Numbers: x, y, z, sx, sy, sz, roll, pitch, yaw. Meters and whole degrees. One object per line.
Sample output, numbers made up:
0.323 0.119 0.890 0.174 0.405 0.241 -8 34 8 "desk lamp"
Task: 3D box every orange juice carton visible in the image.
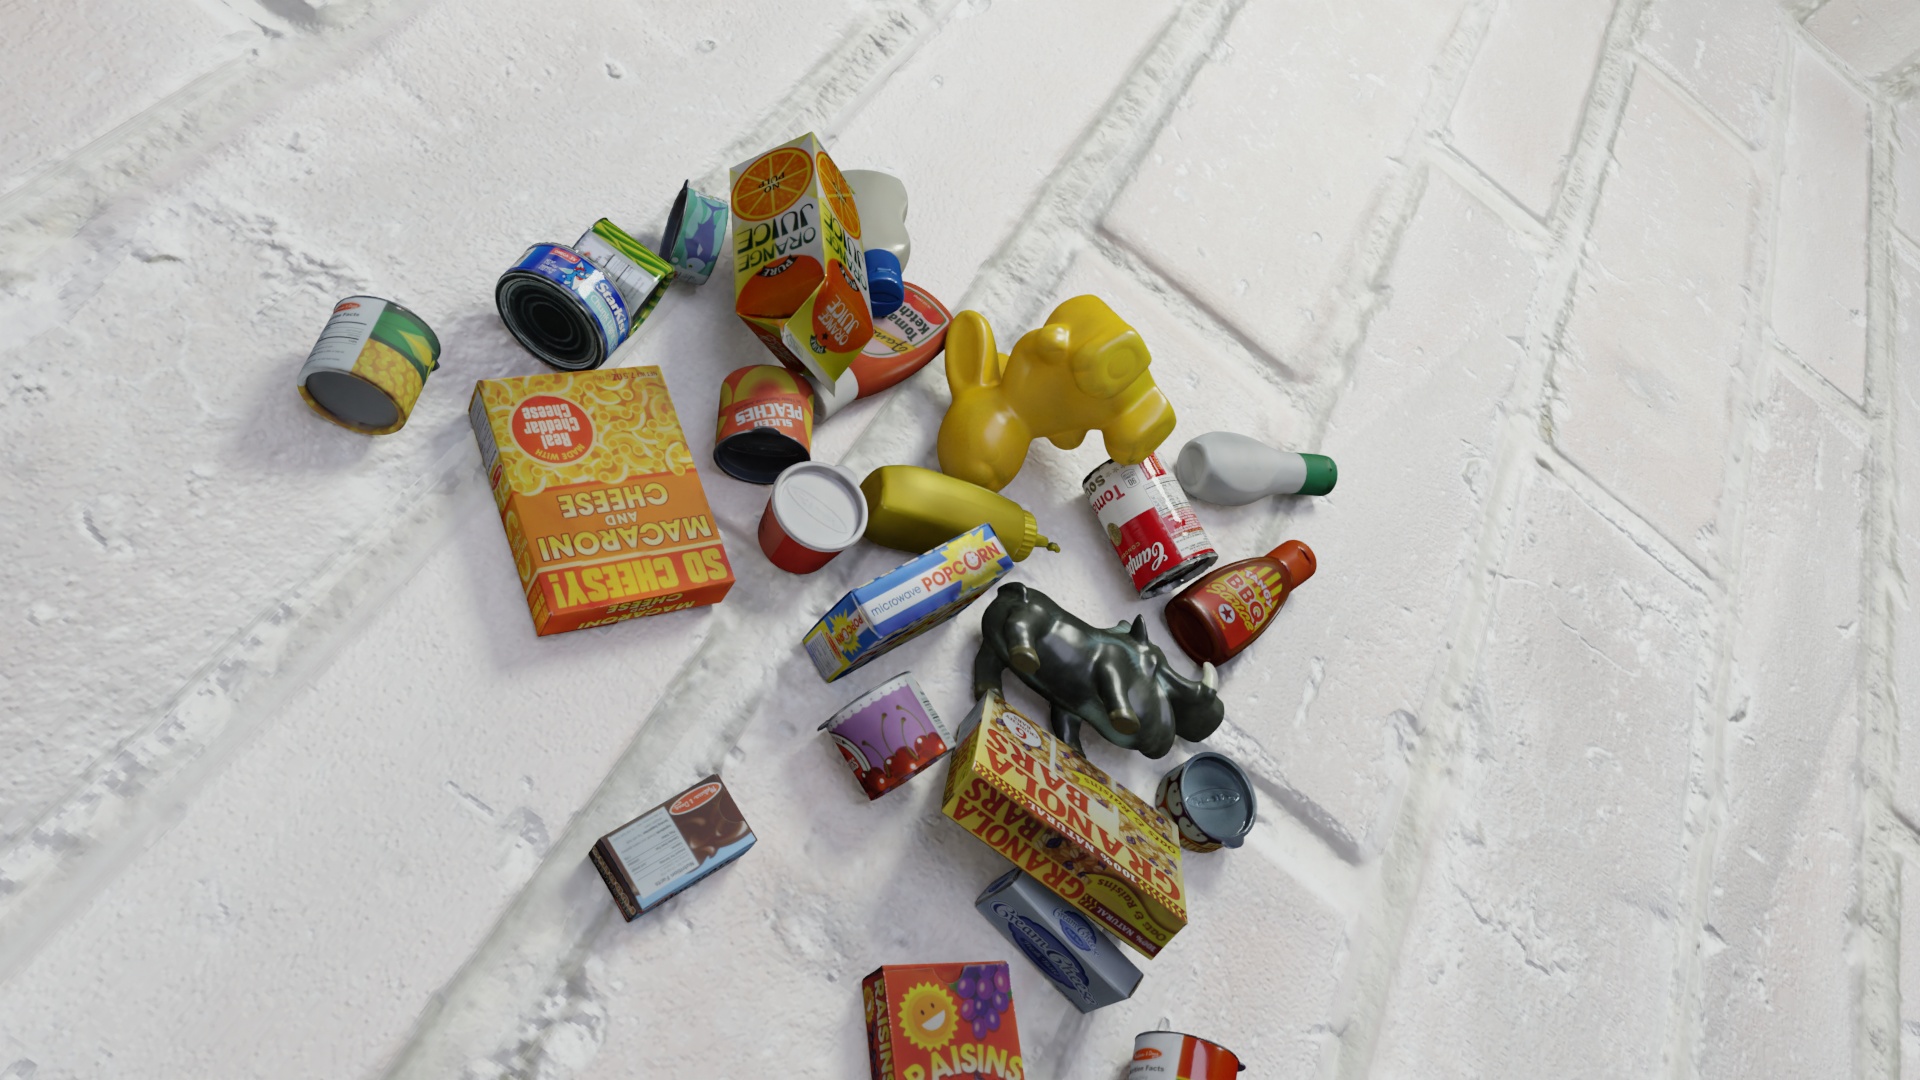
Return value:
-0.113 -0.193 0.991 0.071 0.073 0.193 50 26 -51 "orange juice carton"

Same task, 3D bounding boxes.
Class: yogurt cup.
-0.104 -0.012 0.943 0.072 0.053 0.073 14 57 -22 "yogurt cup"

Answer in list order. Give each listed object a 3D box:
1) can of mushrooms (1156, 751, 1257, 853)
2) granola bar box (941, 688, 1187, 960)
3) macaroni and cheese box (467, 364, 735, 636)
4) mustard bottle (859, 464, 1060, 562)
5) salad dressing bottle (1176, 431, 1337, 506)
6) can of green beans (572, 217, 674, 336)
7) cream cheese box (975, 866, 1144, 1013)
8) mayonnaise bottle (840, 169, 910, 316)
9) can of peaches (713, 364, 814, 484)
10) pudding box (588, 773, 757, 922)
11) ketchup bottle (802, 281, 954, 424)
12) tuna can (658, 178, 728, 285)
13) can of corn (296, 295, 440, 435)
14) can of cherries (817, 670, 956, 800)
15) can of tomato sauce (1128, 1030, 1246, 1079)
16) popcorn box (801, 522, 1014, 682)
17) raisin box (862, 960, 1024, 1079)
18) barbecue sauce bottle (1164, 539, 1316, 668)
0.177 0.190 0.995 0.071 0.033 0.071 14 57 -22 "can of mushrooms"
0.068 0.181 0.899 0.165 0.039 0.124 36 17 -6 "granola bar box"
-0.230 -0.029 0.892 0.124 0.040 0.167 -10 68 -33 "macaroni and cheese box"
0.004 -0.013 1.001 0.160 0.065 0.049 14 62 -29 "mustard bottle"
0.254 -0.059 1.178 0.148 0.043 0.064 2 60 -29 "salad dressing bottle"
-0.239 -0.179 0.957 0.058 0.071 0.071 36 52 -7 "can of green beans"
0.061 0.253 0.881 0.104 0.053 0.024 45 49 1 "cream cheese box"
-0.068 -0.232 1.076 0.065 0.041 0.149 3 45 -13 "mayonnaise bottle"
-0.134 -0.081 0.956 0.071 0.071 0.058 14 56 -22 "can of peaches"
-0.167 0.179 0.812 0.084 0.030 0.050 -27 77 -37 "pudding box"
-0.069 -0.138 1.043 0.065 0.043 0.149 39 51 8 "ketchup bottle"
-0.193 -0.223 1.007 0.033 0.070 0.071 15 57 -23 "tuna can"
-0.359 -0.105 0.849 0.071 0.071 0.058 22 55 -17 "can of corn"
-0.047 0.126 0.889 0.072 0.071 0.058 -26 79 -37 "can of cherries"
0.135 0.355 0.854 0.071 0.071 0.083 27 54 -13 "can of tomato sauce"
-0.035 0.042 0.930 0.127 0.085 0.038 -27 79 -38 "popcorn box"
-0.008 0.314 0.816 0.086 0.040 0.124 5 60 -26 "raisin box"
0.228 0.043 1.102 0.149 0.043 0.065 -29 83 -38 "barbecue sauce bottle"
